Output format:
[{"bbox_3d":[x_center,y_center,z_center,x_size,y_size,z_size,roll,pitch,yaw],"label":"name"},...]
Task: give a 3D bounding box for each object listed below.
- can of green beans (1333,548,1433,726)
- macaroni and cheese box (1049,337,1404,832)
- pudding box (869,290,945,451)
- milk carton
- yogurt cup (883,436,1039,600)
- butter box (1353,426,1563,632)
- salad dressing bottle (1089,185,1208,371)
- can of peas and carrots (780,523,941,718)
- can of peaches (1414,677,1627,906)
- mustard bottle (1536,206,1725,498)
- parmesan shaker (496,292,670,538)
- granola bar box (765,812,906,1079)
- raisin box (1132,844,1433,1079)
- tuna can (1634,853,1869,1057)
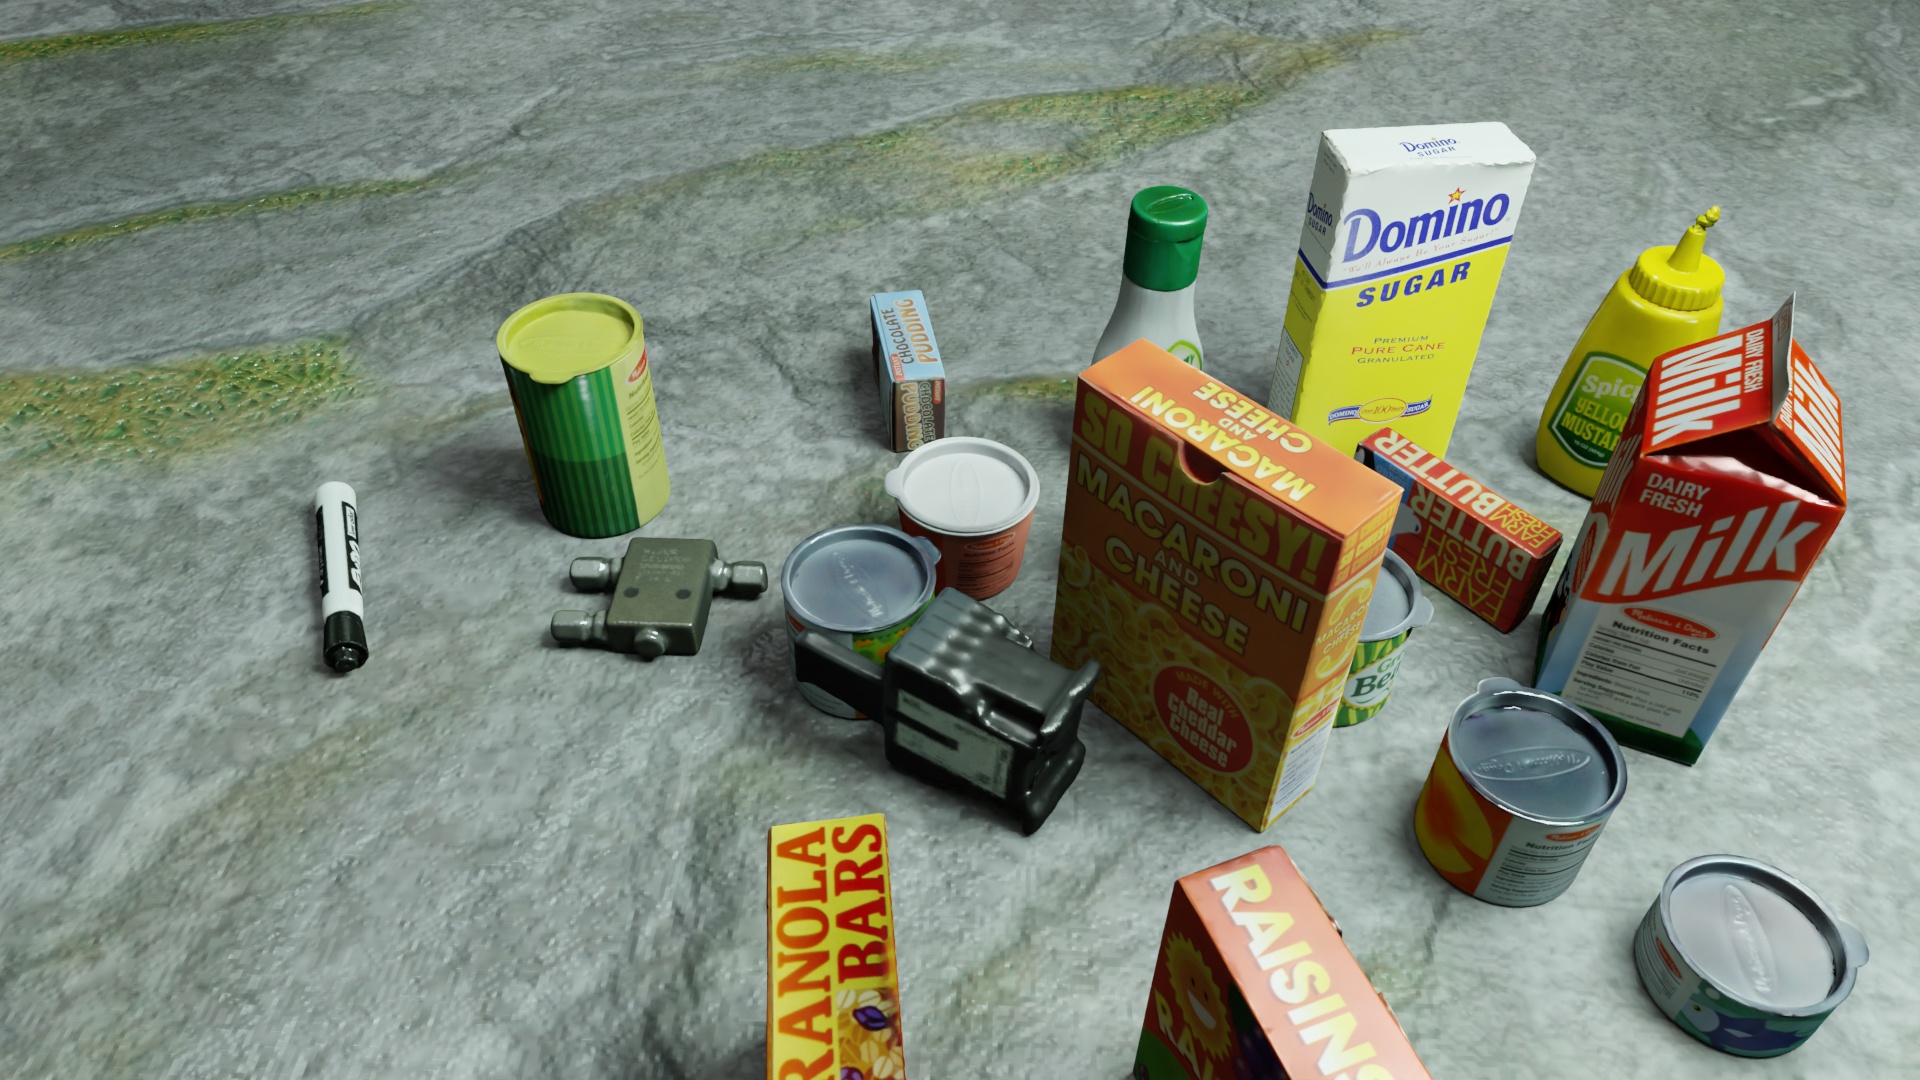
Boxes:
[{"bbox_3d":[0.163,0.039,0.611,0.071,0.057,0.071,1,43,-1],"label":"can of green beans"},{"bbox_3d":[0.096,0.021,0.550,0.040,0.165,0.124,-32,52,-30],"label":"macaroni and cheese box"},{"bbox_3d":[-0.029,-0.094,0.755,0.030,0.049,0.084,-6,43,-8],"label":"pudding box"},{"bbox_3d":[0.297,-0.004,0.564,0.073,0.189,0.073,17,45,17],"label":"milk carton"},{"bbox_3d":[0.002,-0.008,0.661,0.072,0.053,0.073,1,43,-1],"label":"yogurt cup"},{"bbox_3d":[0.232,-0.006,0.665,0.024,0.052,0.104,-29,51,-28],"label":"butter box"},{"bbox_3d":[0.096,-0.104,0.698,0.064,0.146,0.044,-24,48,-25],"label":"salad dressing bottle"},{"bbox_3d":[-0.042,0.034,0.611,0.071,0.058,0.071,1,43,-1],"label":"can of peas and carrots"},{"bbox_3d":[0.218,0.099,0.548,0.071,0.057,0.071,1,43,-1],"label":"can of peaches"},{"bbox_3d":[0.335,-0.093,0.682,0.065,0.159,0.049,32,51,29],"label":"mustard bottle"},{"bbox_3d":[-0.181,-0.057,0.674,0.071,0.102,0.072,1,43,-1],"label":"parmesan shaker"},{"bbox_3d":[-0.034,0.184,0.402,0.039,0.123,0.166,-4,43,-5],"label":"granola bar box"},{"bbox_3d":[0.094,0.165,0.426,0.040,0.122,0.086,-14,45,-15],"label":"raisin box"},{"bbox_3d":[0.289,0.152,0.511,0.071,0.032,0.071,1,43,-1],"label":"tuna can"}]
